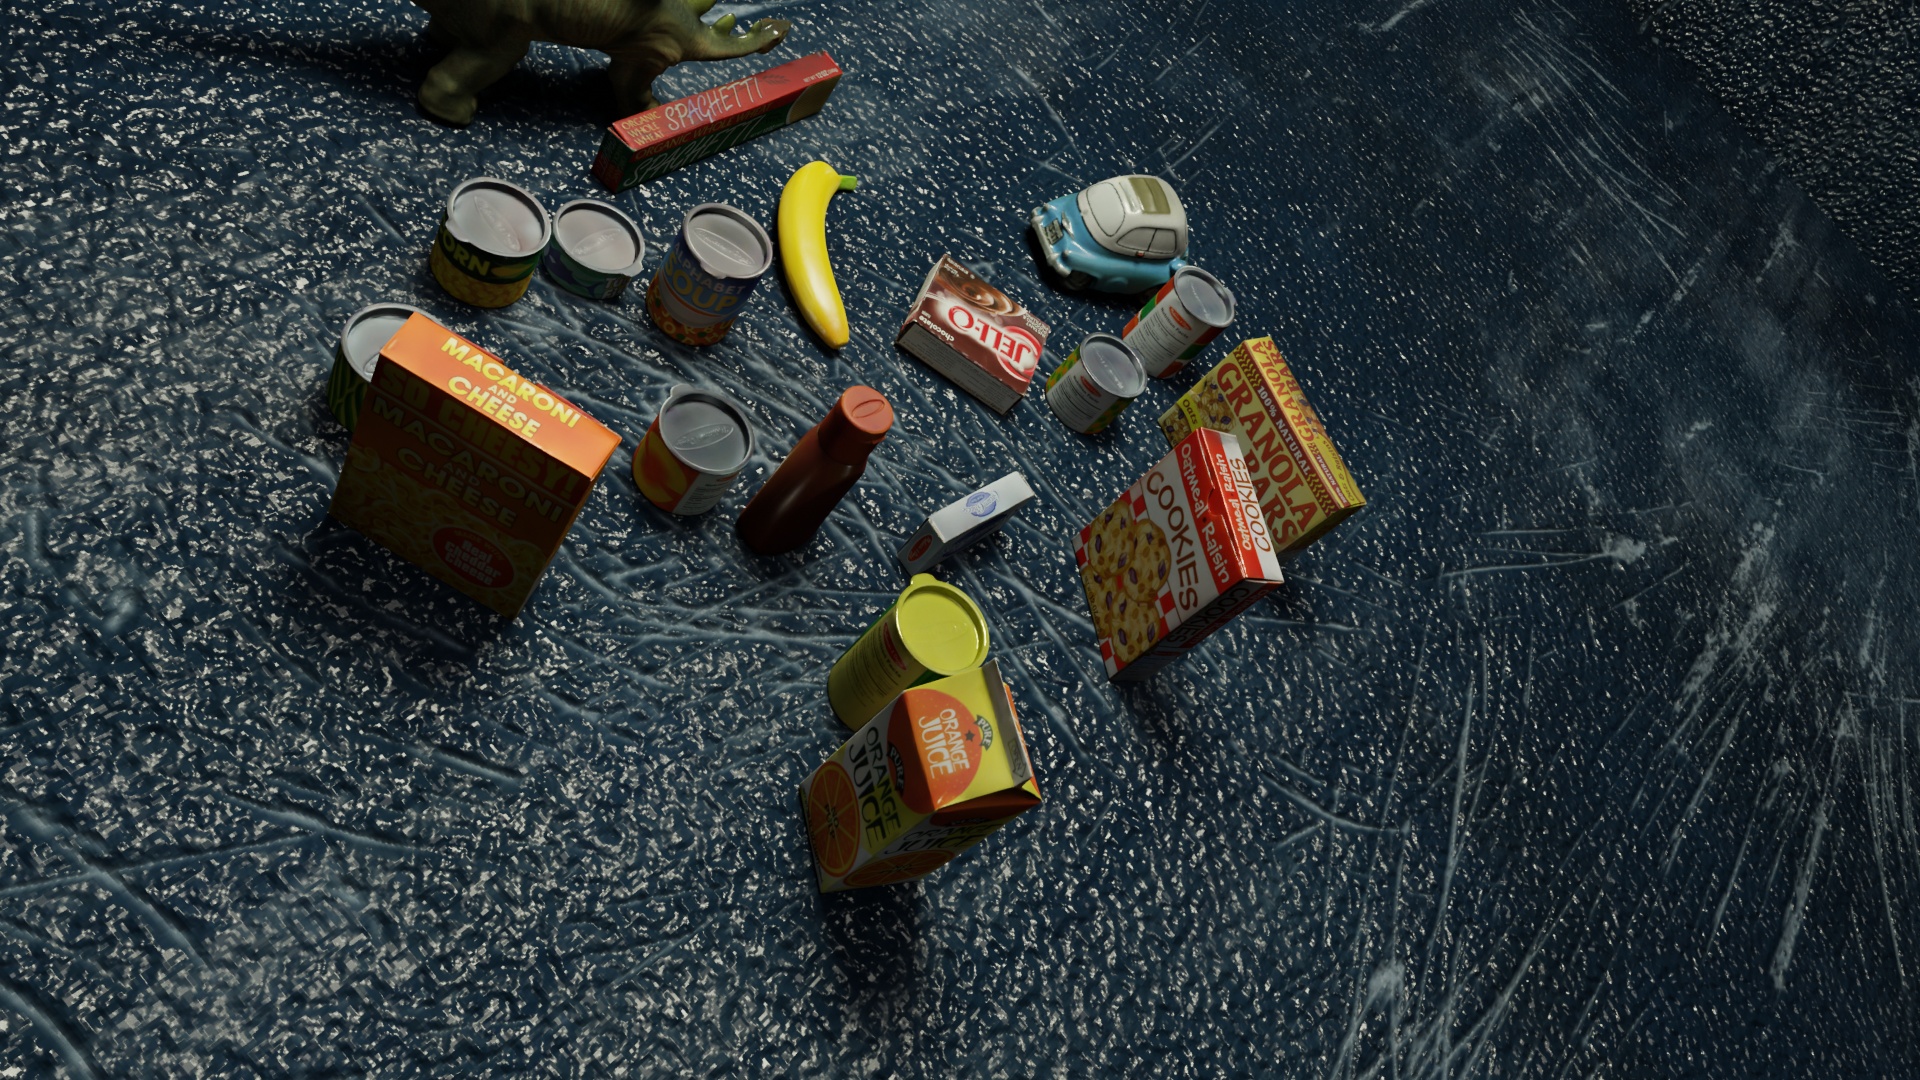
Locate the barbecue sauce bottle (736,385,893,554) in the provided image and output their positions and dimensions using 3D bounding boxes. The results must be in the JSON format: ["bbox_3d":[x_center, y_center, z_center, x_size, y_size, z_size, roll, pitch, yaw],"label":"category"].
[{"bbox_3d":[-0.092,-0.046,0.912,0.065,0.147,0.044,-28,78,-42],"label":"barbecue sauce bottle"}]

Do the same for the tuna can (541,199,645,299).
[{"bbox_3d":[-0.259,-0.205,0.987,0.071,0.032,0.071,17,53,-24],"label":"tuna can"}]

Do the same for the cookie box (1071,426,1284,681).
[{"bbox_3d":[0.154,0.014,1.023,0.040,0.166,0.123,5,58,-31],"label":"cookie box"}]

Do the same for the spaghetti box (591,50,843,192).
[{"bbox_3d":[-0.189,-0.338,1.111,0.028,0.050,0.251,48,47,3],"label":"spaghetti box"}]

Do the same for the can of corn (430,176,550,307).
[{"bbox_3d":[-0.316,-0.197,0.927,0.071,0.058,0.071,17,53,-24],"label":"can of corn"}]

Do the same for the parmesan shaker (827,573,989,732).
[{"bbox_3d":[-0.036,0.076,0.899,0.071,0.102,0.071,17,53,-24],"label":"parmesan shaker"}]

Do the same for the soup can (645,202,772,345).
[{"bbox_3d":[-0.182,-0.187,0.992,0.071,0.083,0.072,17,53,-24],"label":"soup can"}]

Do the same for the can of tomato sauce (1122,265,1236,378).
[{"bbox_3d":[0.196,-0.195,1.249,0.071,0.082,0.071,17,53,-24],"label":"can of tomato sauce"}]

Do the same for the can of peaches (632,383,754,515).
[{"bbox_3d":[-0.180,-0.060,0.926,0.071,0.057,0.071,17,53,-24],"label":"can of peaches"}]

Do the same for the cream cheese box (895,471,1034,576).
[{"bbox_3d":[0.004,-0.013,1.019,0.104,0.053,0.024,-29,79,-42],"label":"cream cheese box"}]

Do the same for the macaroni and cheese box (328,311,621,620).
[{"bbox_3d":[-0.274,-0.036,0.773,0.123,0.165,0.040,32,48,-12],"label":"macaroni and cheese box"}]

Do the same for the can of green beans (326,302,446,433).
[{"bbox_3d":[-0.345,-0.101,0.843,0.071,0.057,0.071,17,53,-24],"label":"can of green beans"}]

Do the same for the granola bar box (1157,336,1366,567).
[{"bbox_3d":[0.250,-0.068,1.172,0.039,0.123,0.166,-11,67,-38],"label":"granola bar box"}]

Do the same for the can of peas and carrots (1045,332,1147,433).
[{"bbox_3d":[0.115,-0.133,1.170,0.071,0.058,0.071,17,53,-24],"label":"can of peas and carrots"}]

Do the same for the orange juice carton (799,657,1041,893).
[{"bbox_3d":[-0.018,0.139,0.807,0.073,0.191,0.072,2,60,-33],"label":"orange juice carton"}]
